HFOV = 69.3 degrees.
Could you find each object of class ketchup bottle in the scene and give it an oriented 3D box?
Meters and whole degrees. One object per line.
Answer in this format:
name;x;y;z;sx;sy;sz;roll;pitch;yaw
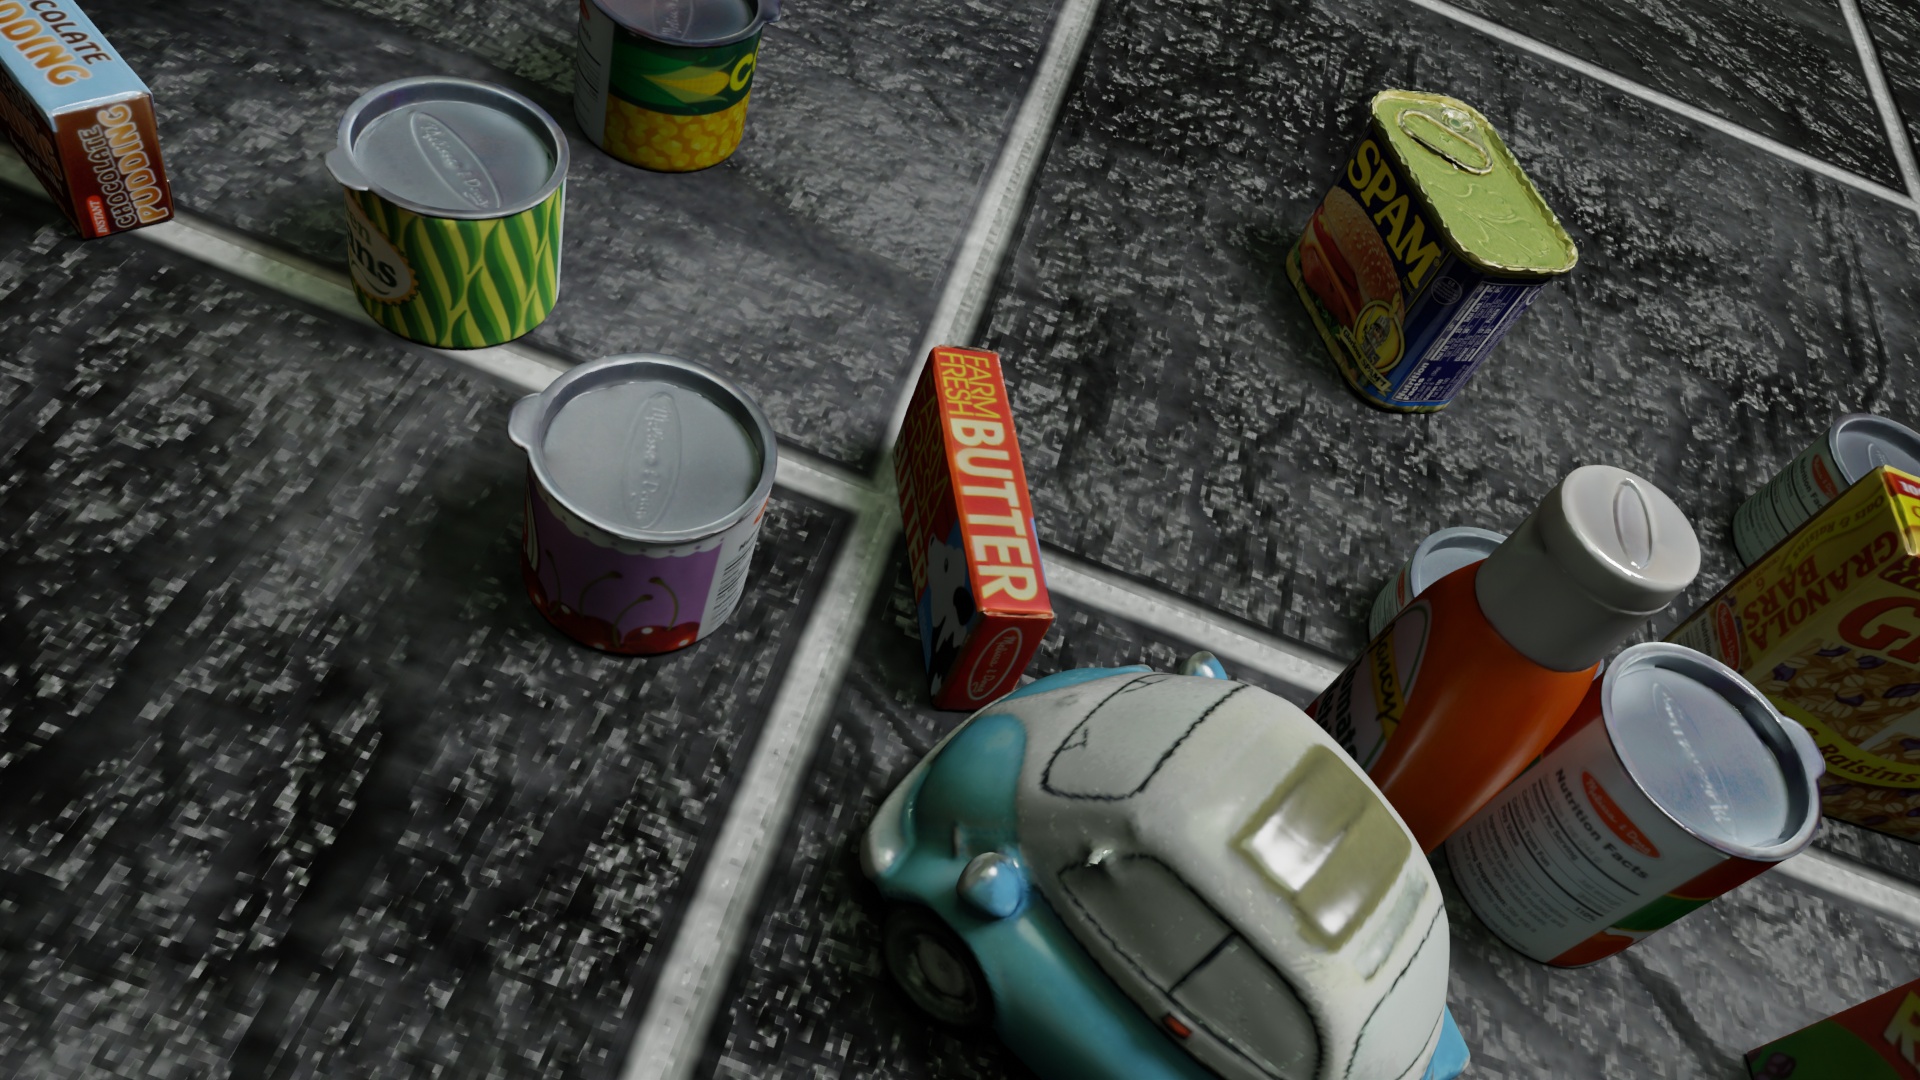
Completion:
ketchup bottle;0.136;0.039;0.377;0.043;0.148;0.065;20;50;-4

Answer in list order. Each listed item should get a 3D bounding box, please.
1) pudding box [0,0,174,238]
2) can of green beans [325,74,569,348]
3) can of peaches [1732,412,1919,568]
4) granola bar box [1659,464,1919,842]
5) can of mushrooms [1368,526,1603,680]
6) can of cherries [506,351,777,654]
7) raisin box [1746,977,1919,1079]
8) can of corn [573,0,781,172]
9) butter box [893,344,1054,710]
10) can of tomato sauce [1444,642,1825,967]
pudding box;-0.281;-0.140;0.431;0.030;0.049;0.084;-31;69;-35
can of green beans;-0.160;-0.104;0.441;0.071;0.057;0.071;10;51;-12
can of peaches;0.357;-0.006;0.552;0.071;0.057;0.071;10;51;-12
granola bar box;0.330;0.049;0.455;0.166;0.123;0.039;17;50;-7
can of mushrooms;0.177;0.033;0.472;0.071;0.033;0.071;10;51;-12
can of cherries;-0.092;-0.010;0.393;0.071;0.058;0.072;10;51;-12
raisin box;0.270;0.155;0.351;0.040;0.122;0.086;13;50;-10
can of corn;-0.107;-0.181;0.521;0.071;0.058;0.071;10;51;-12
butter box;0.002;-0.005;0.426;0.024;0.052;0.104;3;53;-18
can of tomato sauce;0.195;0.080;0.410;0.071;0.082;0.071;10;51;-12
